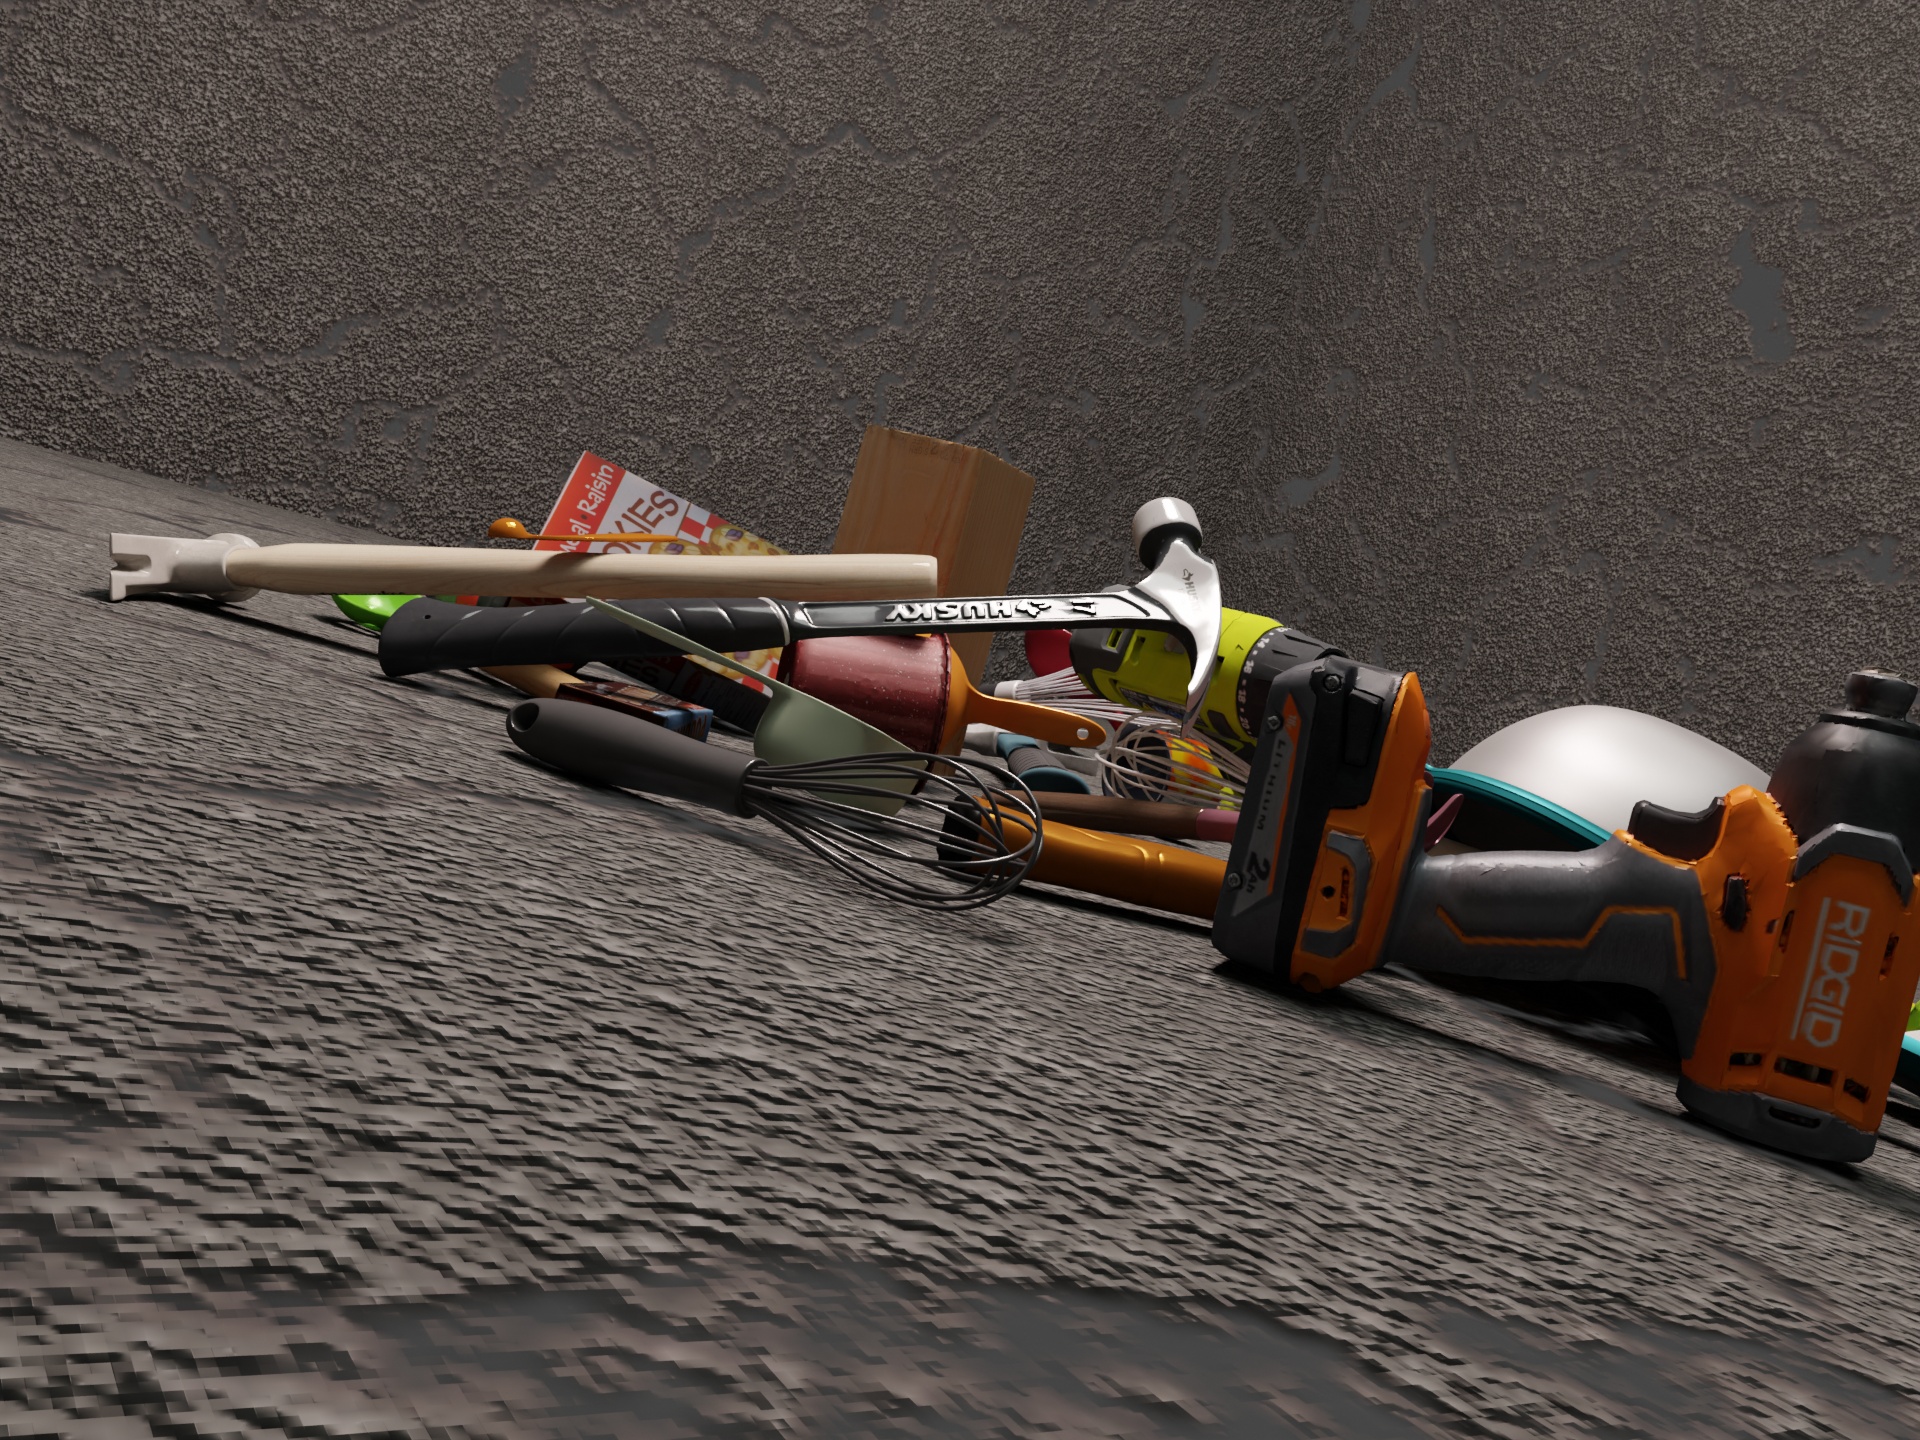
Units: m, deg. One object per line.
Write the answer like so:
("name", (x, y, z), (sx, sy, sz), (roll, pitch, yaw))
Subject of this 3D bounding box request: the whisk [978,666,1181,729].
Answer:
("whisk", (0.061, -0.019, 1.048), (0.285, 0.070, 0.070), (-6, -10, 34))

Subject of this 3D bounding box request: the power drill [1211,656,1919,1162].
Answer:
("power drill", (0.219, 0.044, 0.566), (0.226, 0.164, 0.084), (14, 3, 20))

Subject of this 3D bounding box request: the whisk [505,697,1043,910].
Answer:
("whisk", (-0.076, 0.021, 0.580), (0.239, 0.055, 0.055), (13, 1, 28))

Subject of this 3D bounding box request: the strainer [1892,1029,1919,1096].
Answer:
("strainer", (0.407, 0.150, 0.758), (0.086, 0.050, 0.259), (32, -10, -32))

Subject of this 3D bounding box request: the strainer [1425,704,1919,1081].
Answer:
("strainer", (0.354, 0.079, 0.678), (0.210, 0.095, 0.341), (43, -9, -39))

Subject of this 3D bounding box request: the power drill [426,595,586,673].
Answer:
("power drill", (-0.246, -0.066, 1.072), (0.143, 0.078, 0.219), (18, 7, 35))

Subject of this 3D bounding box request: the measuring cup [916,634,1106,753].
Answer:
("measuring cup", (-0.001, -0.003, 0.937), (0.173, 0.095, 0.052), (12, 15, 9))

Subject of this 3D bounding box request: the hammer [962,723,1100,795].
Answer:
("hammer", (0.045, 0.029, 1.068), (0.128, 0.033, 0.331), (5, 5, -3))

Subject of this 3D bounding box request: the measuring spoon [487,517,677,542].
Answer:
("measuring spoon", (-0.196, -0.099, 0.835), (0.021, 0.011, 0.117), (7, 9, 41))

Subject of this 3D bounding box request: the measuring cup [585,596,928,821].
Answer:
("measuring cup", (-0.094, -0.002, 0.695), (0.167, 0.038, 0.083), (27, -5, -20))

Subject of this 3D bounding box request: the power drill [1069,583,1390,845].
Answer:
("power drill", (0.184, 0.018, 0.874), (0.191, 0.080, 0.228), (18, -19, 42))

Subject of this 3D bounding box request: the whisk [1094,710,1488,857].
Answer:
("whisk", (0.167, 0.047, 0.776), (0.246, 0.058, 0.059), (20, 14, 40))

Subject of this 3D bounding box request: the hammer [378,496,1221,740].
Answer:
("hammer", (-0.072, -0.044, 0.776), (0.409, 0.036, 0.149), (-3, 45, -5))

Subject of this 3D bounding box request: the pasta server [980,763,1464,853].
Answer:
("pasta server", (0.103, 0.041, 0.764), (0.060, 0.040, 0.316), (29, -14, -29))

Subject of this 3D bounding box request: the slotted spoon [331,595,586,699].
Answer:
("slotted spoon", (-0.269, -0.039, 0.885), (0.314, 0.031, 0.070), (21, 6, 43))

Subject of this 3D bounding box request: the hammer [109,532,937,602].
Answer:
("hammer", (-0.217, -0.076, 0.833), (0.410, 0.038, 0.146), (1, 5, -3))

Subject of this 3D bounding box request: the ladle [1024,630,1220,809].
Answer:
("ladle", (0.132, 0.014, 1.182), (0.069, 0.031, 0.315), (19, -14, 39))

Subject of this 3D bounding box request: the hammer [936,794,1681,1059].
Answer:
("hammer", (0.150, 0.084, 0.683), (0.336, 0.034, 0.127), (14, 2, -19))
